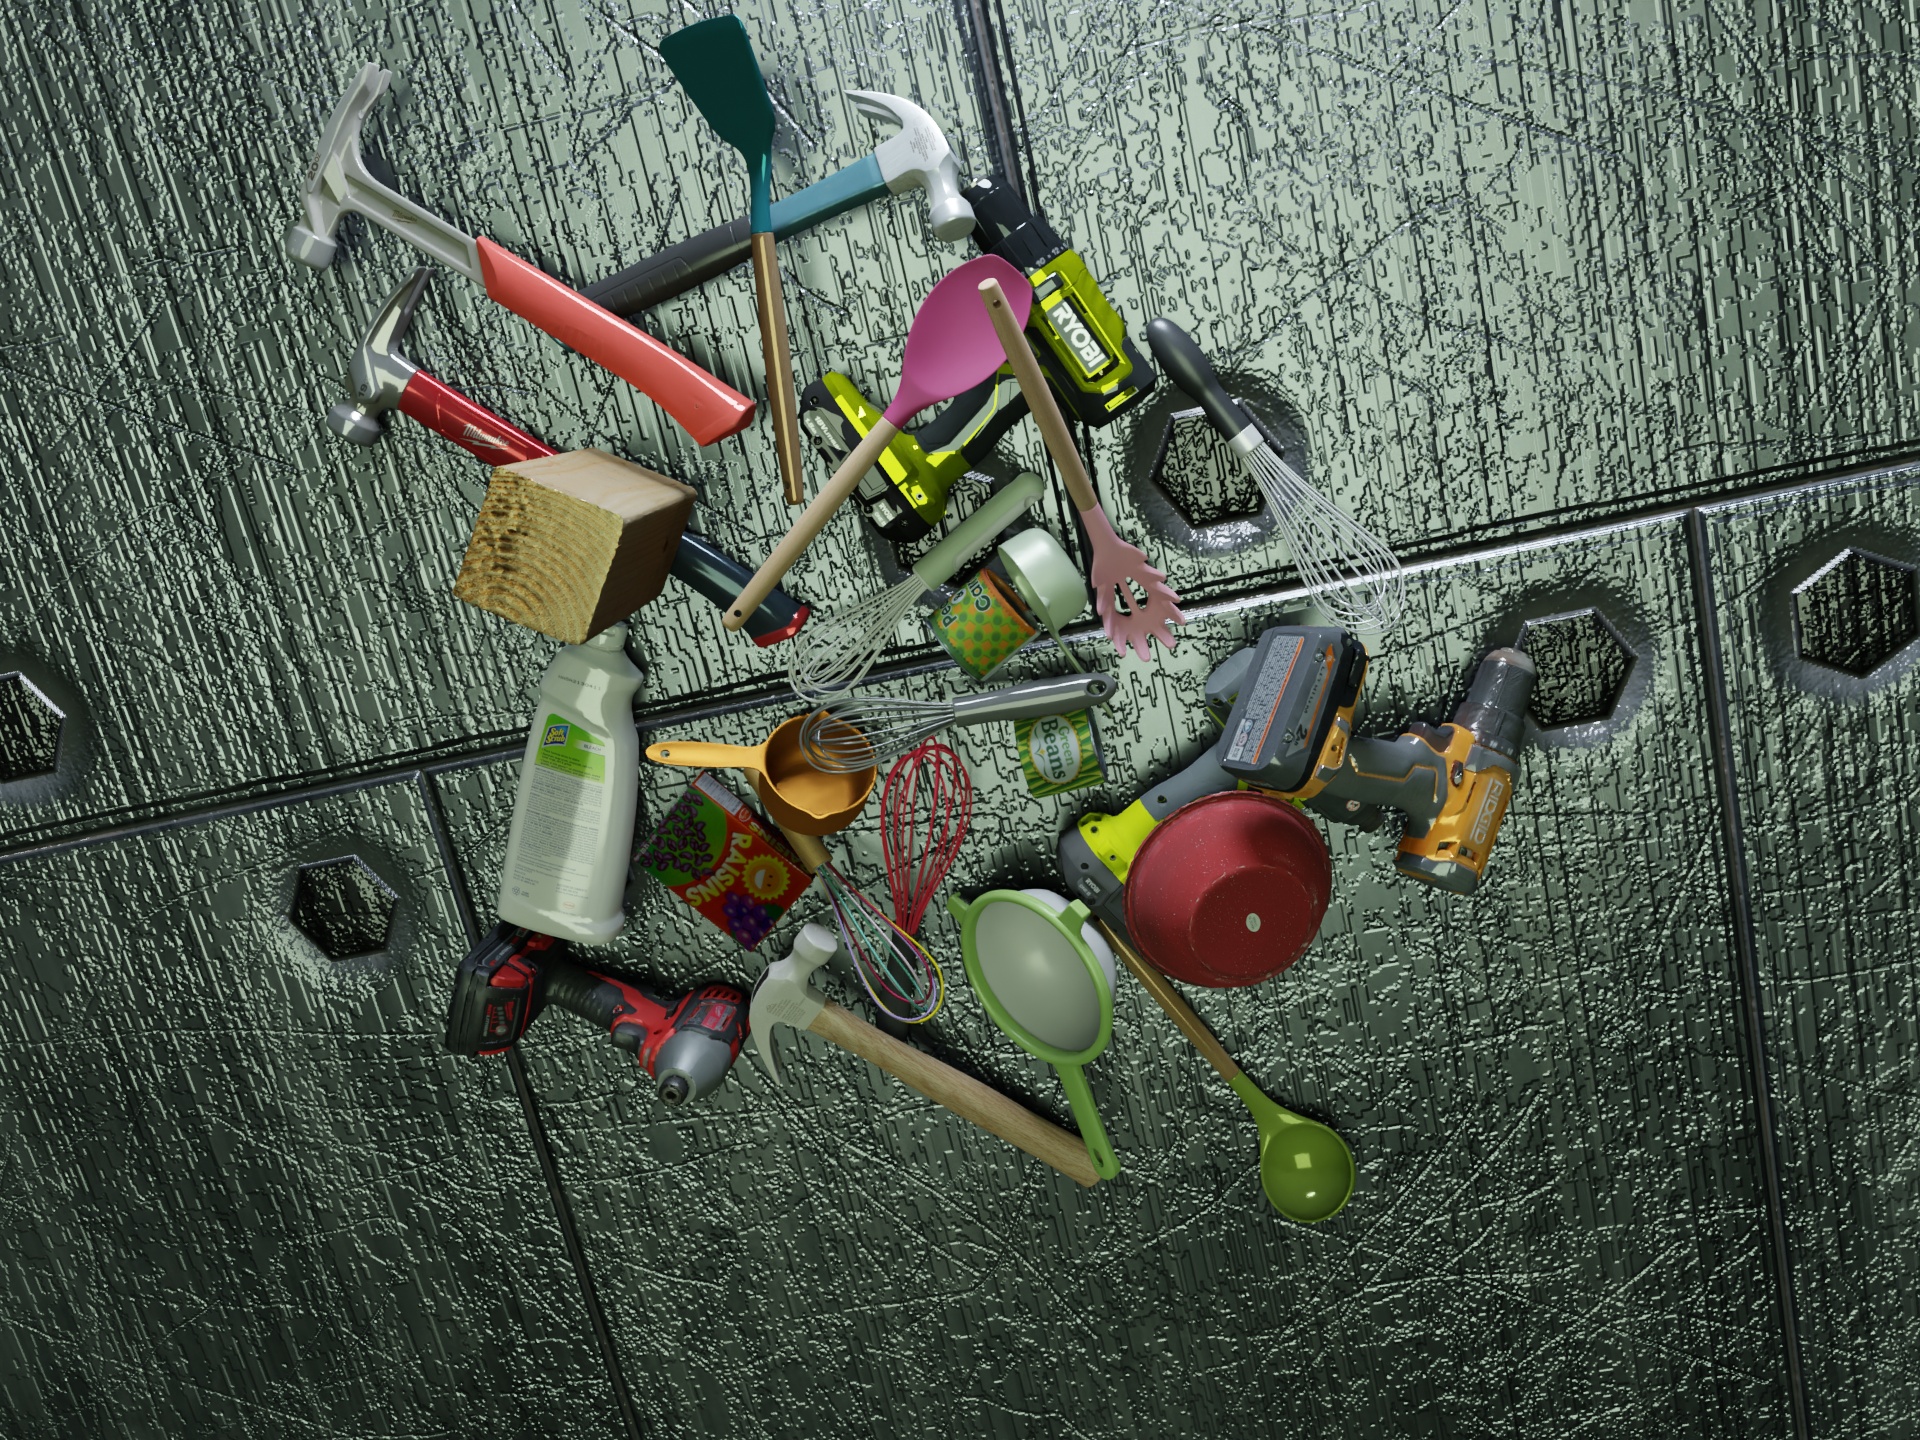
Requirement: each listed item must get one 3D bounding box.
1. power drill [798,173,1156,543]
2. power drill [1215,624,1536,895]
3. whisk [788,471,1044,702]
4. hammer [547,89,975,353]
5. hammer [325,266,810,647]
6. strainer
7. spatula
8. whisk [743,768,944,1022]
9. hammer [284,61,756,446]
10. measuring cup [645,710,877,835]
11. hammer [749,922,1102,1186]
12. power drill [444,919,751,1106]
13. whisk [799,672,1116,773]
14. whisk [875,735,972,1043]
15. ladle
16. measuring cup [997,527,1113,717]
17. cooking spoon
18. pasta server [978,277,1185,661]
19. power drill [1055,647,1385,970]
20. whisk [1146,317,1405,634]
[{"bbox_3d":[-0.001,-0.253,1.137,0.228,0.080,0.190,-35,100,10],"label":"power drill"},{"bbox_3d":[0.312,0.004,1.136,0.226,0.084,0.185,25,84,-24],"label":"power drill"},{"bbox_3d":[-0.034,-0.101,1.196,0.246,0.057,0.059,-40,68,9],"label":"whisk"},{"bbox_3d":[-0.156,-0.340,1.130,0.331,0.033,0.128,-20,75,15],"label":"hammer"},{"bbox_3d":[-0.277,-0.183,1.198,0.386,0.038,0.143,31,104,-4],"label":"hammer"},{"bbox_3d":[0.093,0.235,1.248,0.151,0.069,0.256,-4,111,49],"label":"strainer"},{"bbox_3d":[-0.141,-0.304,1.082,0.082,0.044,0.317,3,105,40],"label":"spatula"},{"bbox_3d":[-0.092,0.128,1.230,0.047,0.051,0.245,-41,76,19],"label":"whisk"},{"bbox_3d":[-0.300,-0.310,1.123,0.359,0.037,0.149,31,103,3],"label":"hammer"},{"bbox_3d":[-0.152,0.042,1.211,0.173,0.095,0.052,5,148,-10],"label":"measuring cup"},{"bbox_3d":[-0.022,0.290,1.277,0.331,0.031,0.130,32,111,-14],"label":"hammer"},{"bbox_3d":[-0.283,0.238,1.257,0.219,0.143,0.078,16,108,3],"label":"power drill"},{"bbox_3d":[-0.002,-0.003,1.179,0.239,0.055,0.055,-11,104,3],"label":"whisk"},{"bbox_3d":[-0.040,0.149,1.258,0.073,0.073,0.295,10,110,2],"label":"whisk"},{"bbox_3d":[0.201,0.269,1.269,0.078,0.062,0.320,-39,96,14],"label":"ladle"},{"bbox_3d":[0.086,-0.073,1.189,0.038,0.083,0.167,-36,116,-2],"label":"measuring cup"},{"bbox_3d":[-0.065,-0.187,1.104,0.068,0.017,0.319,39,99,-9],"label":"cooking spoon"},{"bbox_3d":[0.082,-0.169,1.114,0.060,0.040,0.315,-28,127,2],"label":"pasta server"},{"bbox_3d":[0.198,0.078,1.208,0.223,0.080,0.171,-43,102,11],"label":"power drill"},{"bbox_3d":[0.226,-0.176,1.152,0.070,0.070,0.284,-38,94,13],"label":"whisk"}]
